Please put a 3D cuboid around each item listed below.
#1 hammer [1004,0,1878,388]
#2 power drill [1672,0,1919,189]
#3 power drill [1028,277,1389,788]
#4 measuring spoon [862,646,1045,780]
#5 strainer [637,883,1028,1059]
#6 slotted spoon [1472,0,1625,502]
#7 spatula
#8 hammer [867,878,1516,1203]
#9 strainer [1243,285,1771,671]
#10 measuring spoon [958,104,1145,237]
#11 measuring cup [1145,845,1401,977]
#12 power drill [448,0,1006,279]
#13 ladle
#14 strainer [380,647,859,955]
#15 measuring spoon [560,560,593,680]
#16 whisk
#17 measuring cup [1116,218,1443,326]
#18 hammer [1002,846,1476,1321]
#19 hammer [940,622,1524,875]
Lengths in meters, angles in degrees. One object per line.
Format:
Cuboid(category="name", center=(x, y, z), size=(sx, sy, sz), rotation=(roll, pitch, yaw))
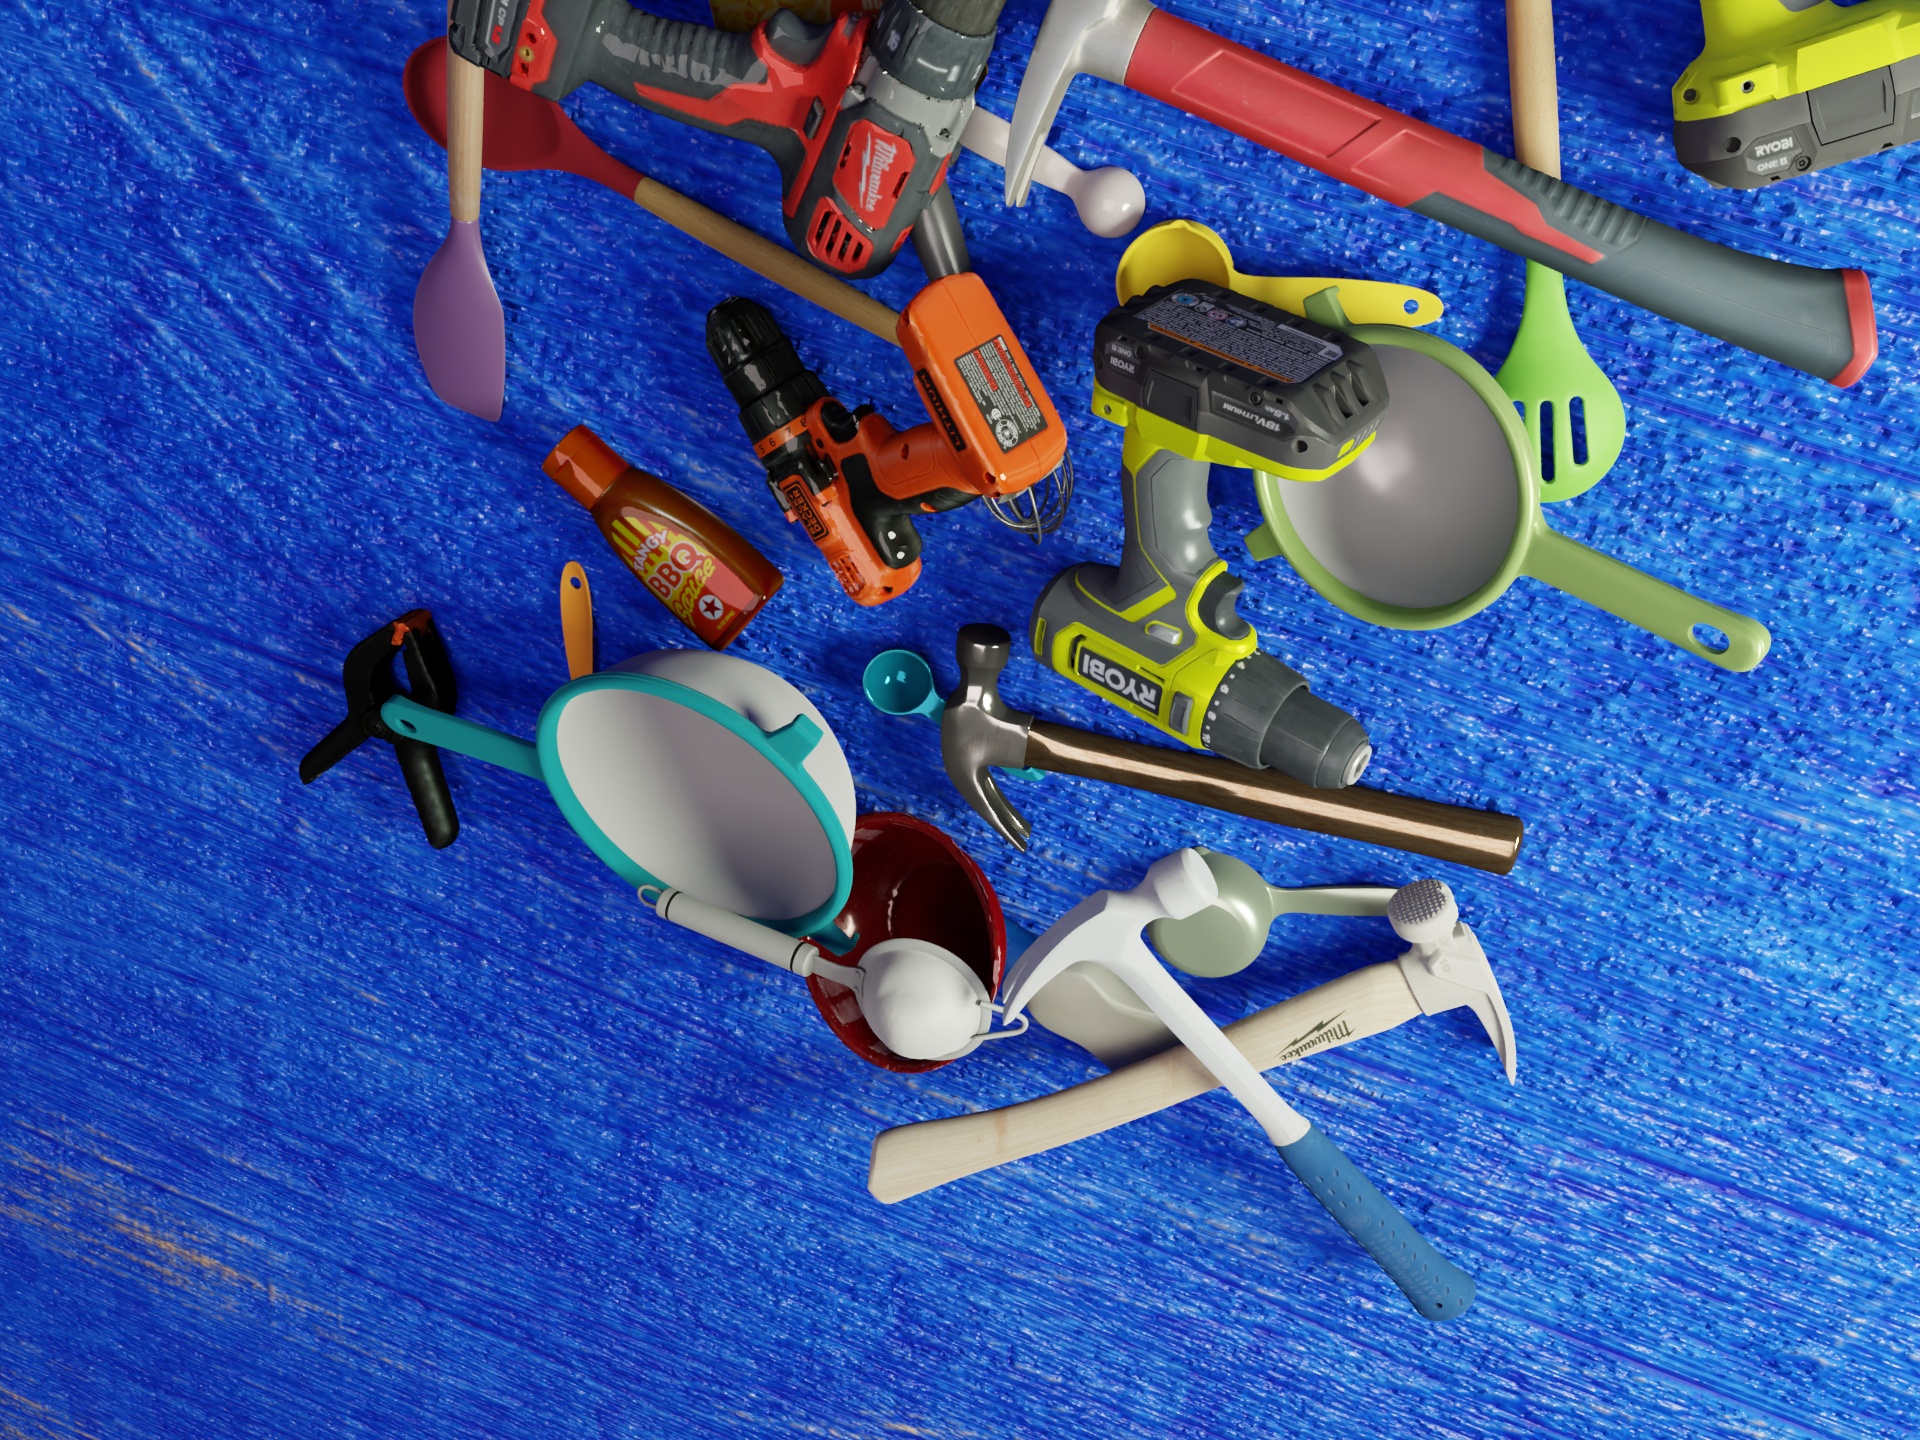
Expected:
Cuboid(category="hammer", center=(0.208, -0.227, 0.708), size=(0.386, 0.038, 0.143), rotation=(27, 114, 8))
Cuboid(category="power drill", center=(0.341, -0.338, 0.615), size=(0.171, 0.080, 0.223), rotation=(-12, 111, 24))
Cuboid(category="power drill", center=(0.131, -0.081, 0.784), size=(0.191, 0.080, 0.228), rotation=(30, 137, 27))
Cuboid(category="measuring spoon", center=(-0.002, -0.003, 0.956), size=(0.128, 0.021, 0.042), rotation=(33, 111, -13))
Cuboid(category="strainer", center=(-0.086, 0.147, 0.943), size=(0.258, 0.050, 0.086), rotation=(19, 122, 20))
Cuboid(category="slotted spoon", center=(0.261, -0.243, 0.724), size=(0.070, 0.031, 0.313), rotation=(-2, 117, 23))
Cuboid(category="spatula", center=(-0.263, -0.291, 0.839), size=(0.060, 0.018, 0.315), rotation=(24, 135, 4))
Cuboid(category="hammer", center=(0.130, 0.228, 0.981), size=(0.410, 0.038, 0.146), rotation=(-24, 118, 17))
Cuboid(category="strainer", center=(0.259, -0.099, 0.744), size=(0.257, 0.069, 0.151), rotation=(33, 136, 29))
Cuboid(category="measuring spoon", center=(0.033, -0.275, 0.783), size=(0.124, 0.018, 0.034), rotation=(29, 124, 1))
Cuboid(category="measuring cup", center=(0.191, 0.118, 0.945), size=(0.167, 0.038, 0.083), rotation=(-4, 117, 22))
Cuboid(category="power drill", center=(-0.094, -0.320, 0.704), size=(0.226, 0.080, 0.187), rotation=(26, 136, -9))
Cuboid(category="ladle", center=(-0.146, -0.269, 0.840), size=(0.315, 0.031, 0.069), rotation=(28, 131, -2))
Cuboid(category="strainer", center=(-0.200, 0.013, 0.984), size=(0.340, 0.095, 0.210), rotation=(15, 137, 21))
Cuboid(category="measuring spoon", center=(-0.240, -0.048, 1.010), size=(0.021, 0.011, 0.116), rotation=(9, 117, 13))
Cuboid(category="whisk", center=(0.004, -0.202, 0.819), size=(0.055, 0.055, 0.238), rotation=(-13, 111, 24))
Cuboid(category="measuring cup", center=(0.155, -0.211, 0.777), size=(0.156, 0.029, 0.062), rotation=(9, 121, 10))
Cuboid(category="hammer", center=(0.185, 0.240, 0.944), size=(0.144, 0.035, 0.405), rotation=(-32, 117, 21))
Cuboid(category="hammer", center=(0.150, 0.039, 0.911), size=(0.331, 0.031, 0.130), rotation=(12, 118, 8))
